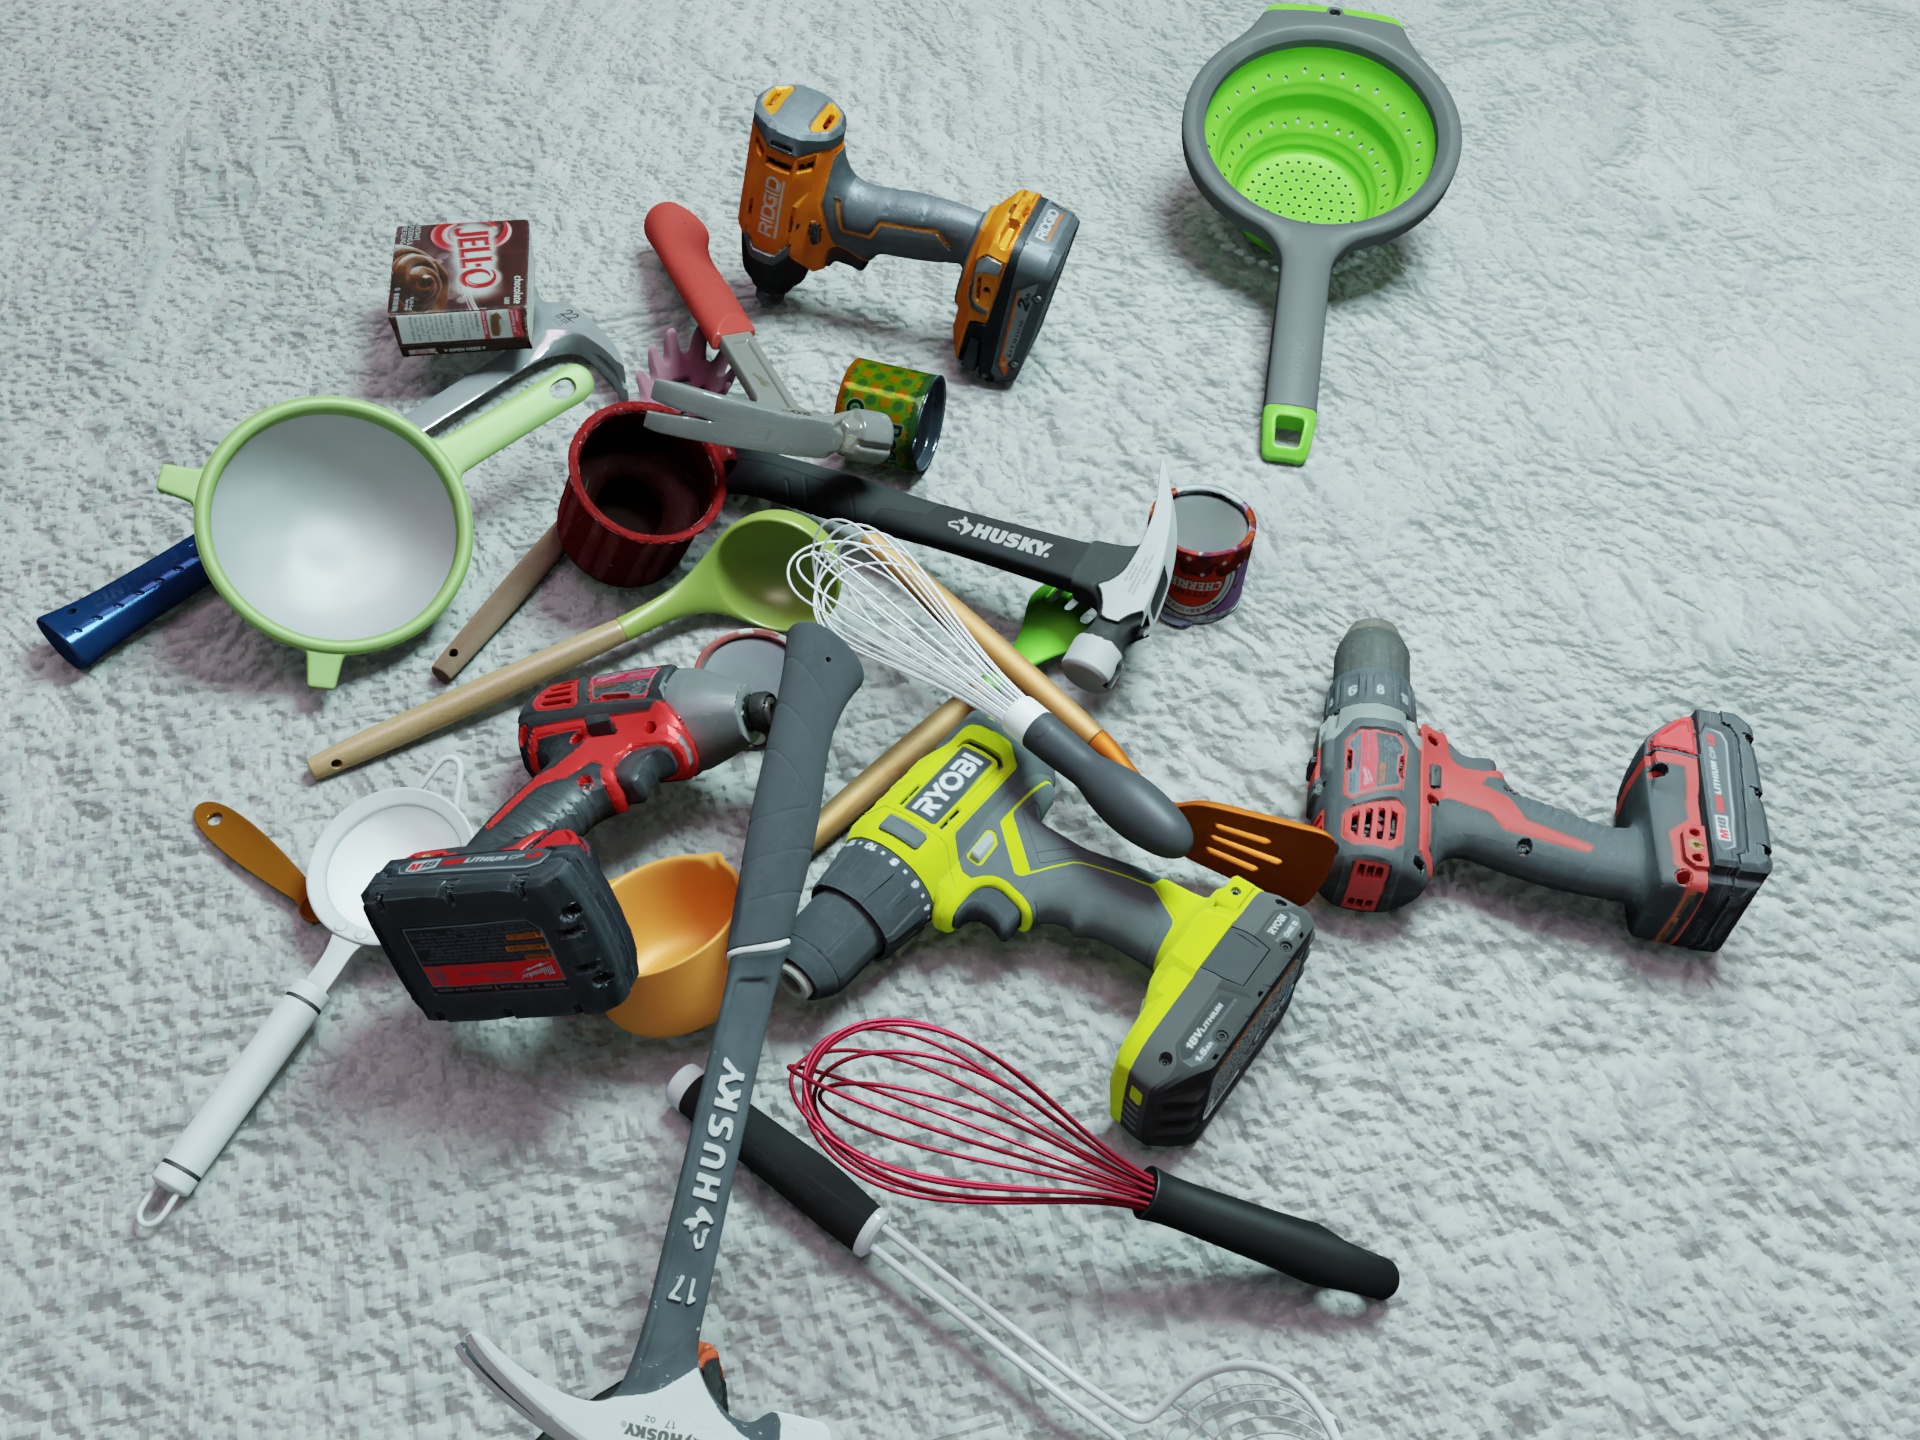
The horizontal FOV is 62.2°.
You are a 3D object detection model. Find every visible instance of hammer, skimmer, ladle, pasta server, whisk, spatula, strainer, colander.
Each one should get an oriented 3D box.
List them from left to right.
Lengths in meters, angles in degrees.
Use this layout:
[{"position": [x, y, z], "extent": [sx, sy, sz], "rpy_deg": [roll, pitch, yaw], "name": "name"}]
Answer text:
[{"position": [-0.316, 0.129, 0.780], "extent": [0.087, 0.050, 0.259], "rpy_deg": [21, 58, 13], "name": "strainer"}, {"position": [-0.388, -0.161, 1.016], "extent": [0.144, 0.035, 0.405], "rpy_deg": [32, 56, 22], "name": "hammer"}, {"position": [-0.332, -0.140, 0.959], "extent": [0.256, 0.069, 0.151], "rpy_deg": [-40, 101, -26], "name": "strainer"}, {"position": [-0.216, -0.037, 0.912], "extent": [0.320, 0.078, 0.062], "rpy_deg": [-26, 33, -16], "name": "ladle"}, {"position": [-0.235, -0.142, 1.007], "extent": [0.060, 0.040, 0.316], "rpy_deg": [27, 55, 5], "name": "pasta server"}, {"position": [-0.167, -0.267, 1.046], "extent": [0.149, 0.036, 0.359], "rpy_deg": [5, 33, -28], "name": "hammer"}, {"position": [-0.100, 0.119, 0.712], "extent": [0.149, 0.036, 0.409], "rpy_deg": [22, 52, -18], "name": "hammer"}, {"position": [-0.026, -0.127, 0.973], "extent": [0.335, 0.035, 0.146], "rpy_deg": [19, 66, 24], "name": "hammer"}, {"position": [-0.001, 0.250, 0.662], "extent": [0.363, 0.090, 0.127], "rpy_deg": [31, 87, 24], "name": "skimmer"}, {"position": [0.011, -0.017, 0.828], "extent": [0.070, 0.070, 0.285], "rpy_deg": [-35, 58, -27], "name": "whisk"}, {"position": [0.063, -0.009, 0.867], "extent": [0.041, 0.081, 0.323], "rpy_deg": [-38, 66, -23], "name": "spatula"}, {"position": [0.063, 0.197, 0.686], "extent": [0.295, 0.073, 0.073], "rpy_deg": [23, 50, -12], "name": "whisk"}, {"position": [0.252, -0.345, 1.177], "extent": [0.204, 0.094, 0.397], "rpy_deg": [9, 69, 4], "name": "colander"}]

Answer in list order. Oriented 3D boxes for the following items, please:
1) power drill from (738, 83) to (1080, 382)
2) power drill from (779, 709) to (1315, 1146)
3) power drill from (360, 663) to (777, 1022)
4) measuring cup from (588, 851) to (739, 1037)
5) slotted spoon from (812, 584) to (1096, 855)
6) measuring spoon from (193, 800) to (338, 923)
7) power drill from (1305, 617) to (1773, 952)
[{"position": [-0.047, -0.324, 1.105], "extent": [0.226, 0.164, 0.084], "rpy_deg": [23, 52, 0], "name": "power drill"}, {"position": [0.039, 0.107, 0.792], "extent": [0.229, 0.080, 0.190], "rpy_deg": [29, 54, 23], "name": "power drill"}, {"position": [-0.181, 0.045, 0.787], "extent": [0.143, 0.078, 0.220], "rpy_deg": [-6, 31, 18], "name": "power drill"}, {"position": [-0.174, 0.108, 0.805], "extent": [0.174, 0.052, 0.095], "rpy_deg": [8, 40, 36], "name": "measuring cup"}, {"position": [-0.001, -0.003, 0.912], "extent": [0.070, 0.031, 0.314], "rpy_deg": [32, 58, 29], "name": "slotted spoon"}, {"position": [-0.369, 0.075, 0.842], "extent": [0.117, 0.011, 0.021], "rpy_deg": [31, 58, 25], "name": "measuring spoon"}, {"position": [0.305, 0.029, 0.871], "extent": [0.227, 0.080, 0.188], "rpy_deg": [8, 50, 7], "name": "power drill"}]
